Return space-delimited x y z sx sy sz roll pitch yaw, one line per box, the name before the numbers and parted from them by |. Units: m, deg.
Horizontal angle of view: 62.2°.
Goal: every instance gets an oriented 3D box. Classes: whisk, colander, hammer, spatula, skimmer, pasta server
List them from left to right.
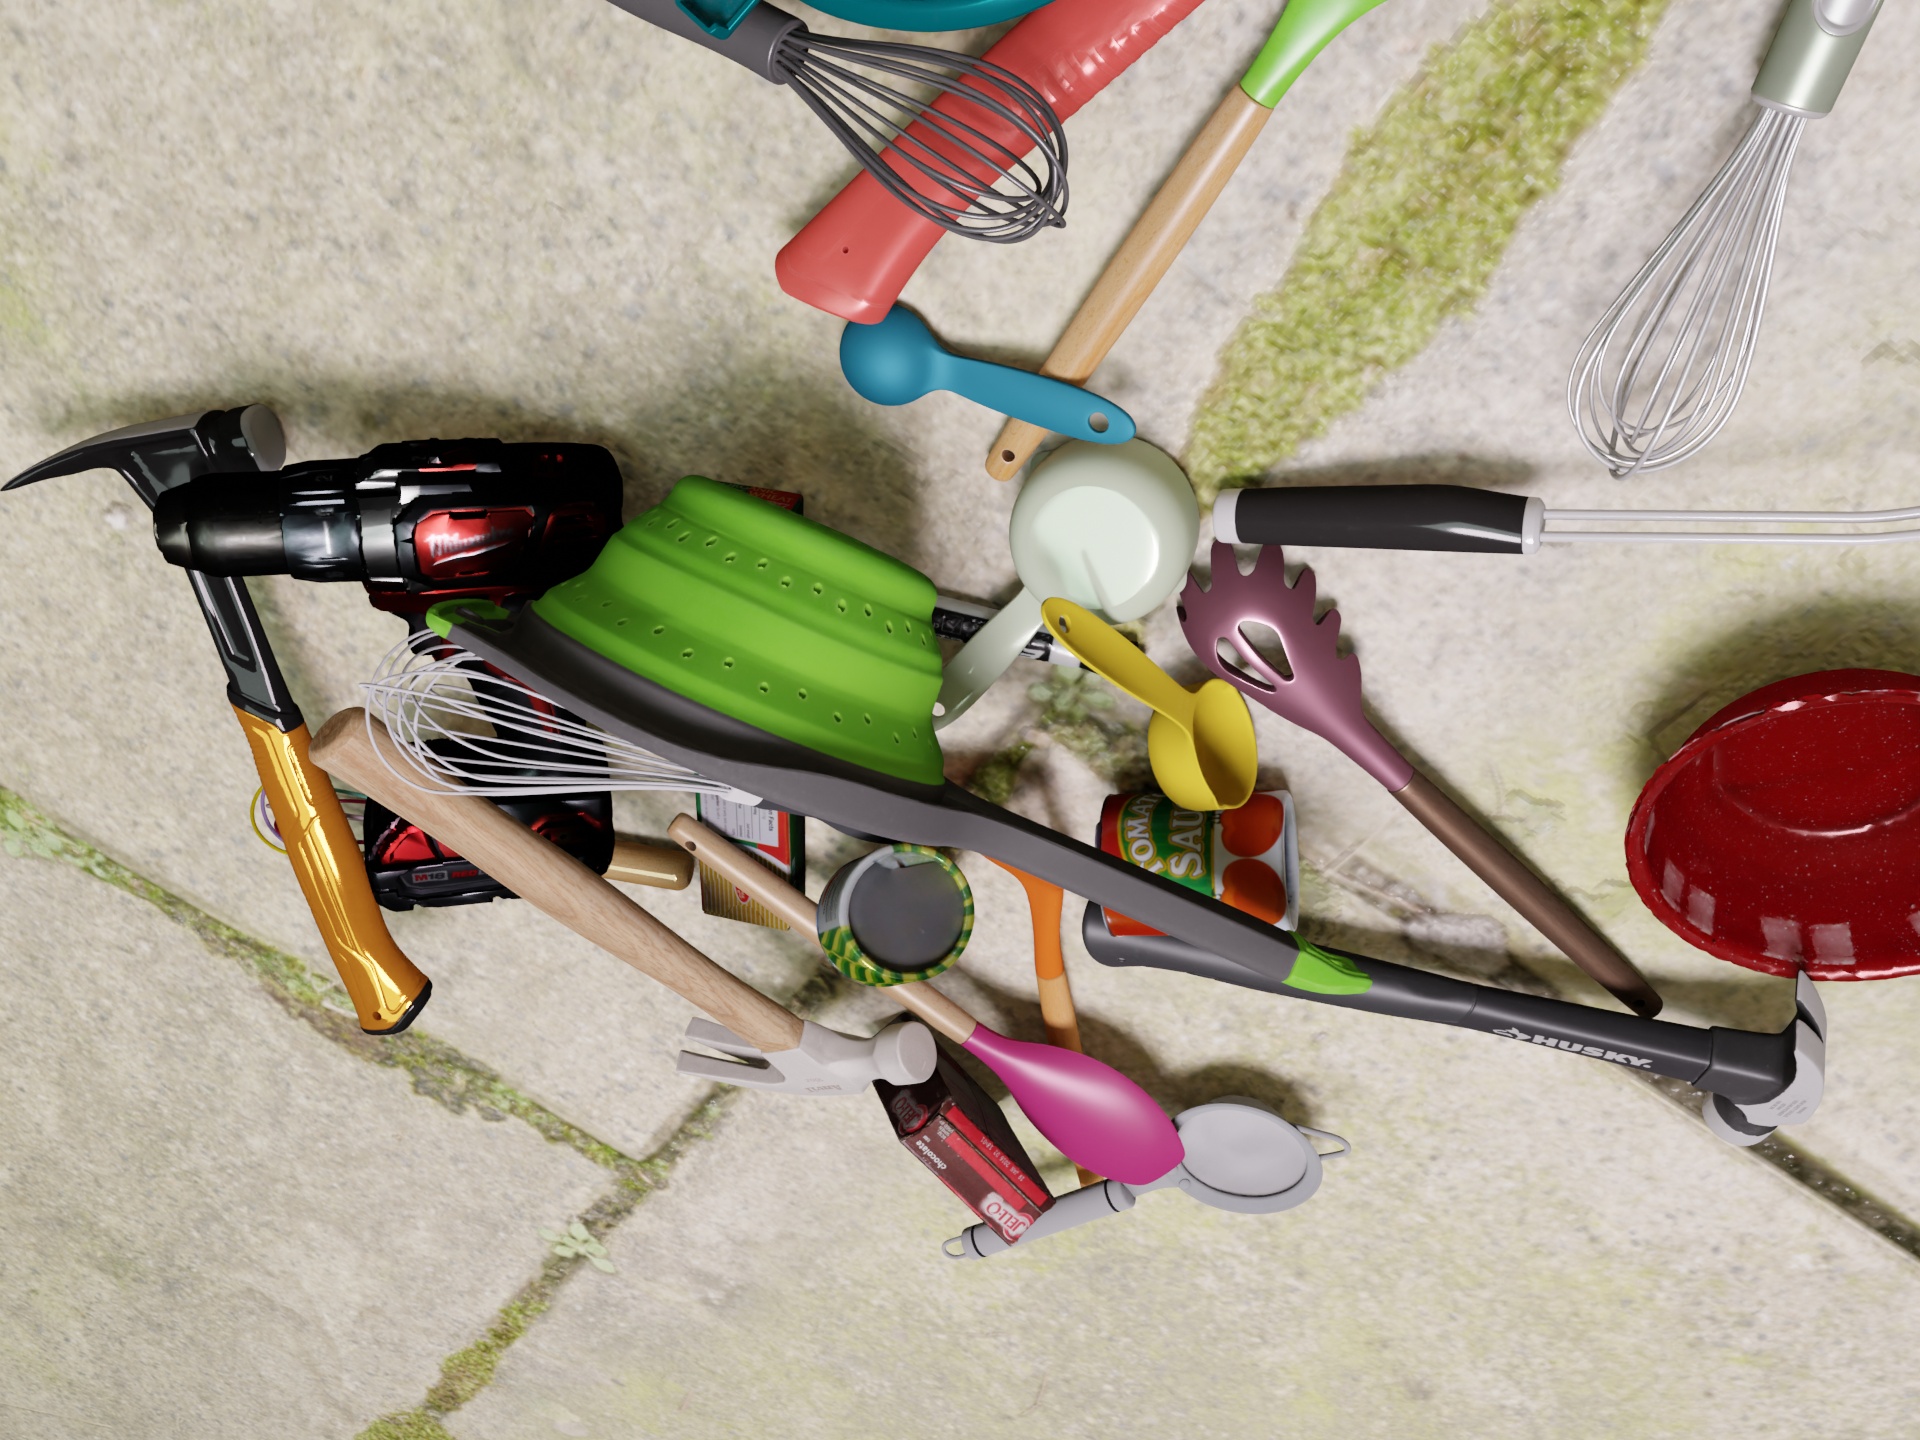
hammer | -0.347 0.015 0.796 0.127 0.034 0.336 -9 114 8
whisk | -0.263 0.065 0.851 0.245 0.047 0.051 9 127 6
hammer | -0.161 0.097 0.747 0.130 0.031 0.331 -18 134 36
whisk | -0.124 0.019 0.703 0.284 0.070 0.070 17 137 -38
whisk | -0.061 -0.226 0.537 0.239 0.055 0.055 33 131 16
colander | -0.001 -0.002 0.633 0.397 0.204 0.094 24 94 -7
spatula | 0.044 0.152 0.826 0.081 0.041 0.322 17 135 34
hammer | 0.059 -0.249 0.510 0.359 0.037 0.149 -30 89 38
hammer | 0.221 0.128 0.739 0.335 0.035 0.146 11 153 14
pasta server | 0.211 0.036 0.703 0.316 0.040 0.060 39 127 -19
skimmer | 0.276 -0.049 0.585 0.363 0.127 0.090 5 143 26
whisk | 0.260 -0.188 0.506 0.058 0.059 0.246 16 124 4

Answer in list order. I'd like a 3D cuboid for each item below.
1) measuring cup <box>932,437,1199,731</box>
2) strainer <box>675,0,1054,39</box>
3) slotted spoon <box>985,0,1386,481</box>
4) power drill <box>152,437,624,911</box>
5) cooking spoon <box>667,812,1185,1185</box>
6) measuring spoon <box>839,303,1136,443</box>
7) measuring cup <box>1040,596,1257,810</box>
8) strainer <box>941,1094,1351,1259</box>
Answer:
measuring cup | 0.029 -0.046 0.665 0.083 0.038 0.167 42 116 -3
strainer | 0.037 -0.303 0.402 0.340 0.095 0.211 1 105 23
slotted spoon | 0.091 -0.197 0.561 0.070 0.031 0.313 36 129 -3
power drill | -0.245 -0.022 0.722 0.188 0.080 0.226 -5 128 -15
cooking spoon | -0.017 0.145 0.809 0.318 0.017 0.068 37 124 -10
measuring spoon | 0.006 -0.129 0.622 0.129 0.021 0.042 21 127 17
measuring cup | 0.073 -0.009 0.662 0.029 0.062 0.156 -13 146 39
strainer | 0.094 0.254 0.872 0.258 0.050 0.086 -27 113 24
